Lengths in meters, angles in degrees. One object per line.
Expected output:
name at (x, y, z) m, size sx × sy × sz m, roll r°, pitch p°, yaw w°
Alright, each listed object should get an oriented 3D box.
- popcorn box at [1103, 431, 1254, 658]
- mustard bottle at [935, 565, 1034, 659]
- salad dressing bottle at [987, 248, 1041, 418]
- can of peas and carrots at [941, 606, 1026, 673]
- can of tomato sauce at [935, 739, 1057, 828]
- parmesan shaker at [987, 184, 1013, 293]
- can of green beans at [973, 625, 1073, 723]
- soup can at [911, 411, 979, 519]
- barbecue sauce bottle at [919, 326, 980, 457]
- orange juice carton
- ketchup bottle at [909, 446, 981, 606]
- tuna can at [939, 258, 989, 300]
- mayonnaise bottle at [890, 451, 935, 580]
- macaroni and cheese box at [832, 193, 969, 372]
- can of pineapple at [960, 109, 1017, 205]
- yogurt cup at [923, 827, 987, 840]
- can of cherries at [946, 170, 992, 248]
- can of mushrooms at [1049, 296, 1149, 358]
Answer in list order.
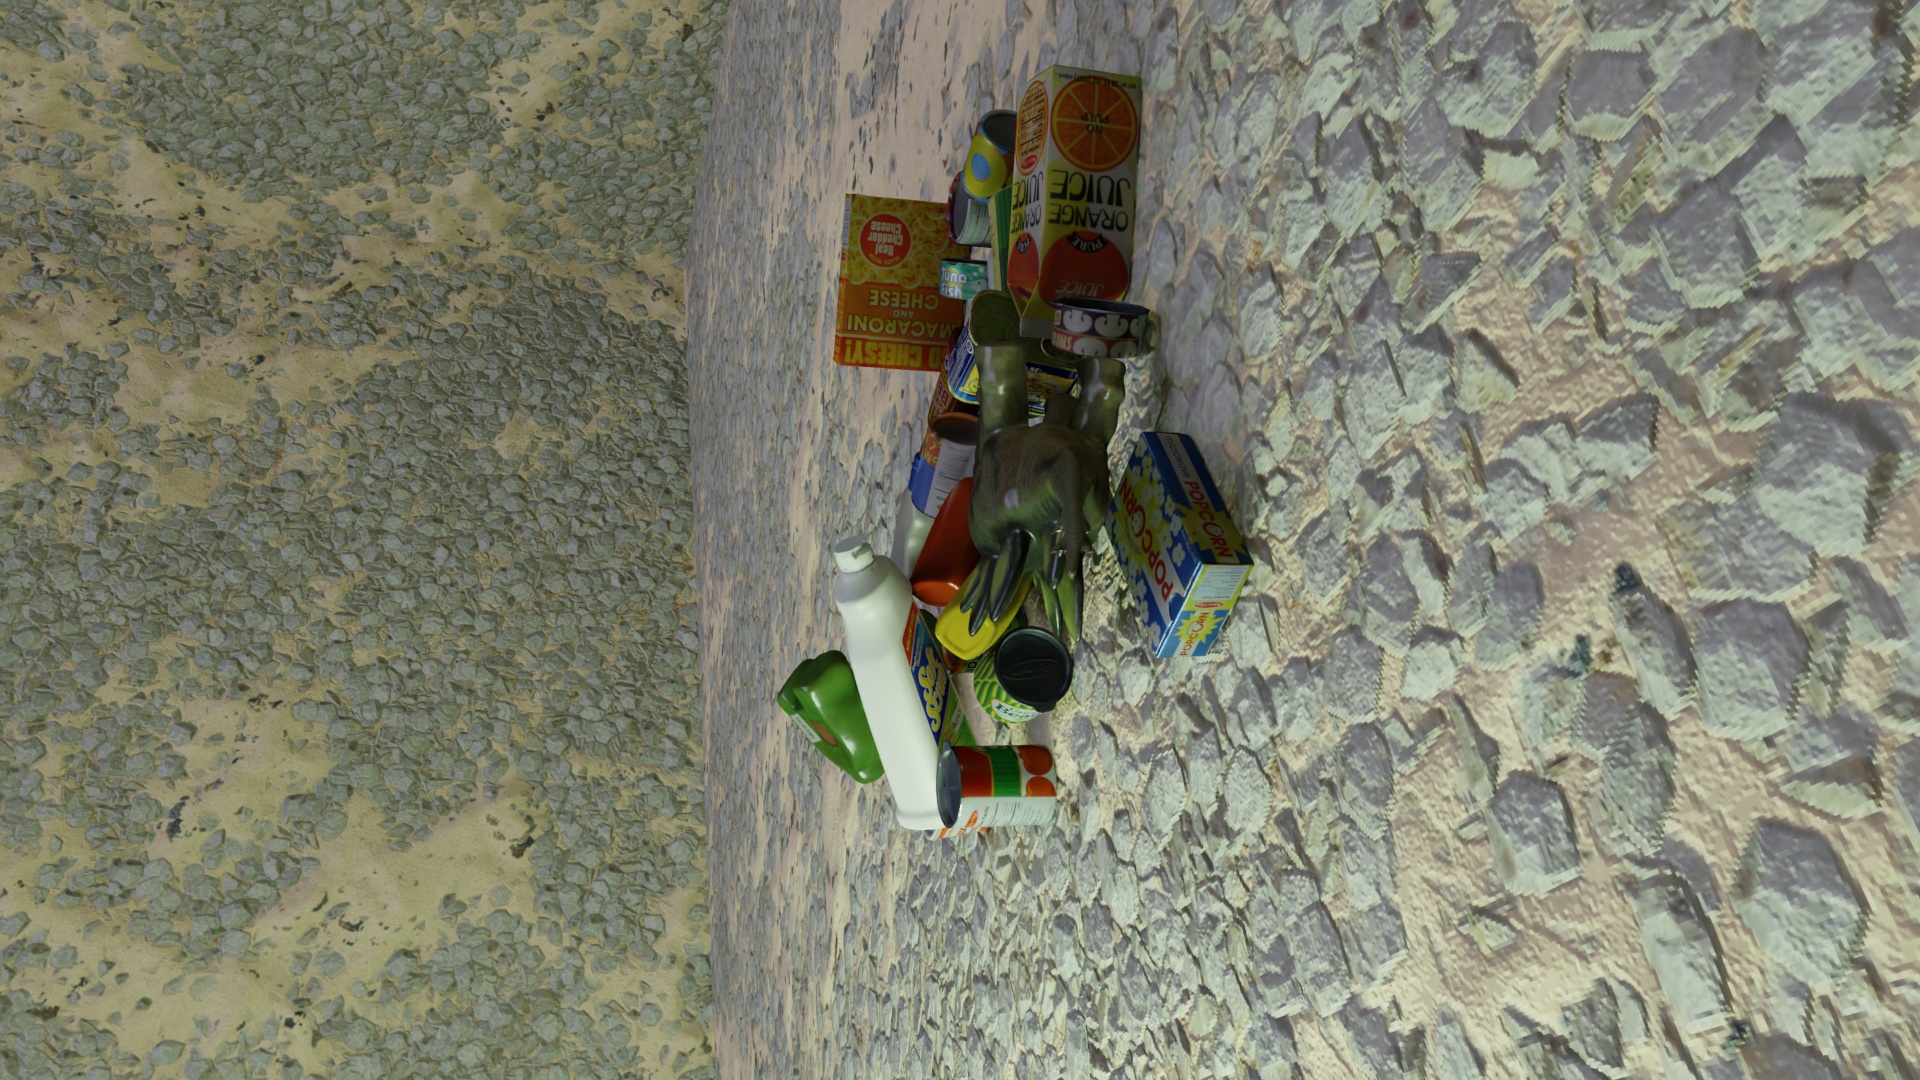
popcorn box at (0.137, 0.001, 0.893) m, size 0.127 × 0.038 × 0.084 m, roll -106°, pitch 26°, yaw -45°
mustard bottle at (0.031, 0.037, 1.134) m, size 0.065 × 0.049 × 0.161 m, roll -48°, pitch 1°, yaw 33°
salad dressing bottle at (0.050, -0.177, 1.174) m, size 0.064 × 0.044 × 0.148 m, roll 147°, pitch 122°, yaw -66°
can of peas and carrots at (0.020, 0.085, 1.212) m, size 0.071 × 0.059 × 0.071 m, roll -177°, pitch 89°, yaw -73°
can of tomato sauce at (0.029, 0.198, 1.132) m, size 0.071 × 0.083 × 0.071 m, roll -177°, pitch 89°, yaw -72°
parmesan shaker at (0.059, -0.225, 1.117) m, size 0.071 × 0.071 × 0.103 m, roll 137°, pitch 131°, yaw -66°
can of green beans at (0.049, 0.108, 1.107) m, size 0.057 × 0.071 × 0.071 m, roll 128°, pitch 140°, yaw -62°
soup can at (-0.007, -0.070, 1.299) m, size 0.071 × 0.071 × 0.083 m, roll -112°, pitch 30°, yaw -52°
barbecue sauce bottle at (-0.005, -0.131, 1.338) m, size 0.147 × 0.044 × 0.065 m, roll 110°, pitch 155°, yaw -45°
orange juice carton at (0.082, -0.245, 1.032) m, size 0.073 × 0.072 × 0.192 m, roll -166°, pitch 79°, yaw -72°
ketchup bottle at (0.004, -0.015, 1.210) m, size 0.064 × 0.043 × 0.149 m, roll -11°, pitch 49°, yaw 46°
tuna can at (0.012, -0.235, 1.251) m, size 0.071 × 0.071 × 0.032 m, roll -138°, pitch 50°, yaw -67°
mayonnaise bottle at (-0.043, -0.020, 1.449) m, size 0.065 × 0.041 × 0.147 m, roll -119°, pitch 37°, yaw -56°
macaroni and cheese box at (-0.058, -0.255, 1.385) m, size 0.040 × 0.124 × 0.166 m, roll -137°, pitch 51°, yaw -70°
can of pineapple at (0.040, -0.324, 1.185) m, size 0.057 × 0.071 × 0.071 m, roll 113°, pitch 153°, yaw -47°
yogurt cup at (-0.004, 0.240, 1.277) m, size 0.072 × 0.054 × 0.072 m, roll -177°, pitch 89°, yaw -72°
can of cherries at (0.024, -0.296, 1.242) m, size 0.071 × 0.058 × 0.071 m, roll -177°, pitch 89°, yaw -72°
can of mushrooms at (0.096, -0.151, 0.982) m, size 0.071 × 0.071 × 0.033 m, roll -130°, pitch 44°, yaw -64°
